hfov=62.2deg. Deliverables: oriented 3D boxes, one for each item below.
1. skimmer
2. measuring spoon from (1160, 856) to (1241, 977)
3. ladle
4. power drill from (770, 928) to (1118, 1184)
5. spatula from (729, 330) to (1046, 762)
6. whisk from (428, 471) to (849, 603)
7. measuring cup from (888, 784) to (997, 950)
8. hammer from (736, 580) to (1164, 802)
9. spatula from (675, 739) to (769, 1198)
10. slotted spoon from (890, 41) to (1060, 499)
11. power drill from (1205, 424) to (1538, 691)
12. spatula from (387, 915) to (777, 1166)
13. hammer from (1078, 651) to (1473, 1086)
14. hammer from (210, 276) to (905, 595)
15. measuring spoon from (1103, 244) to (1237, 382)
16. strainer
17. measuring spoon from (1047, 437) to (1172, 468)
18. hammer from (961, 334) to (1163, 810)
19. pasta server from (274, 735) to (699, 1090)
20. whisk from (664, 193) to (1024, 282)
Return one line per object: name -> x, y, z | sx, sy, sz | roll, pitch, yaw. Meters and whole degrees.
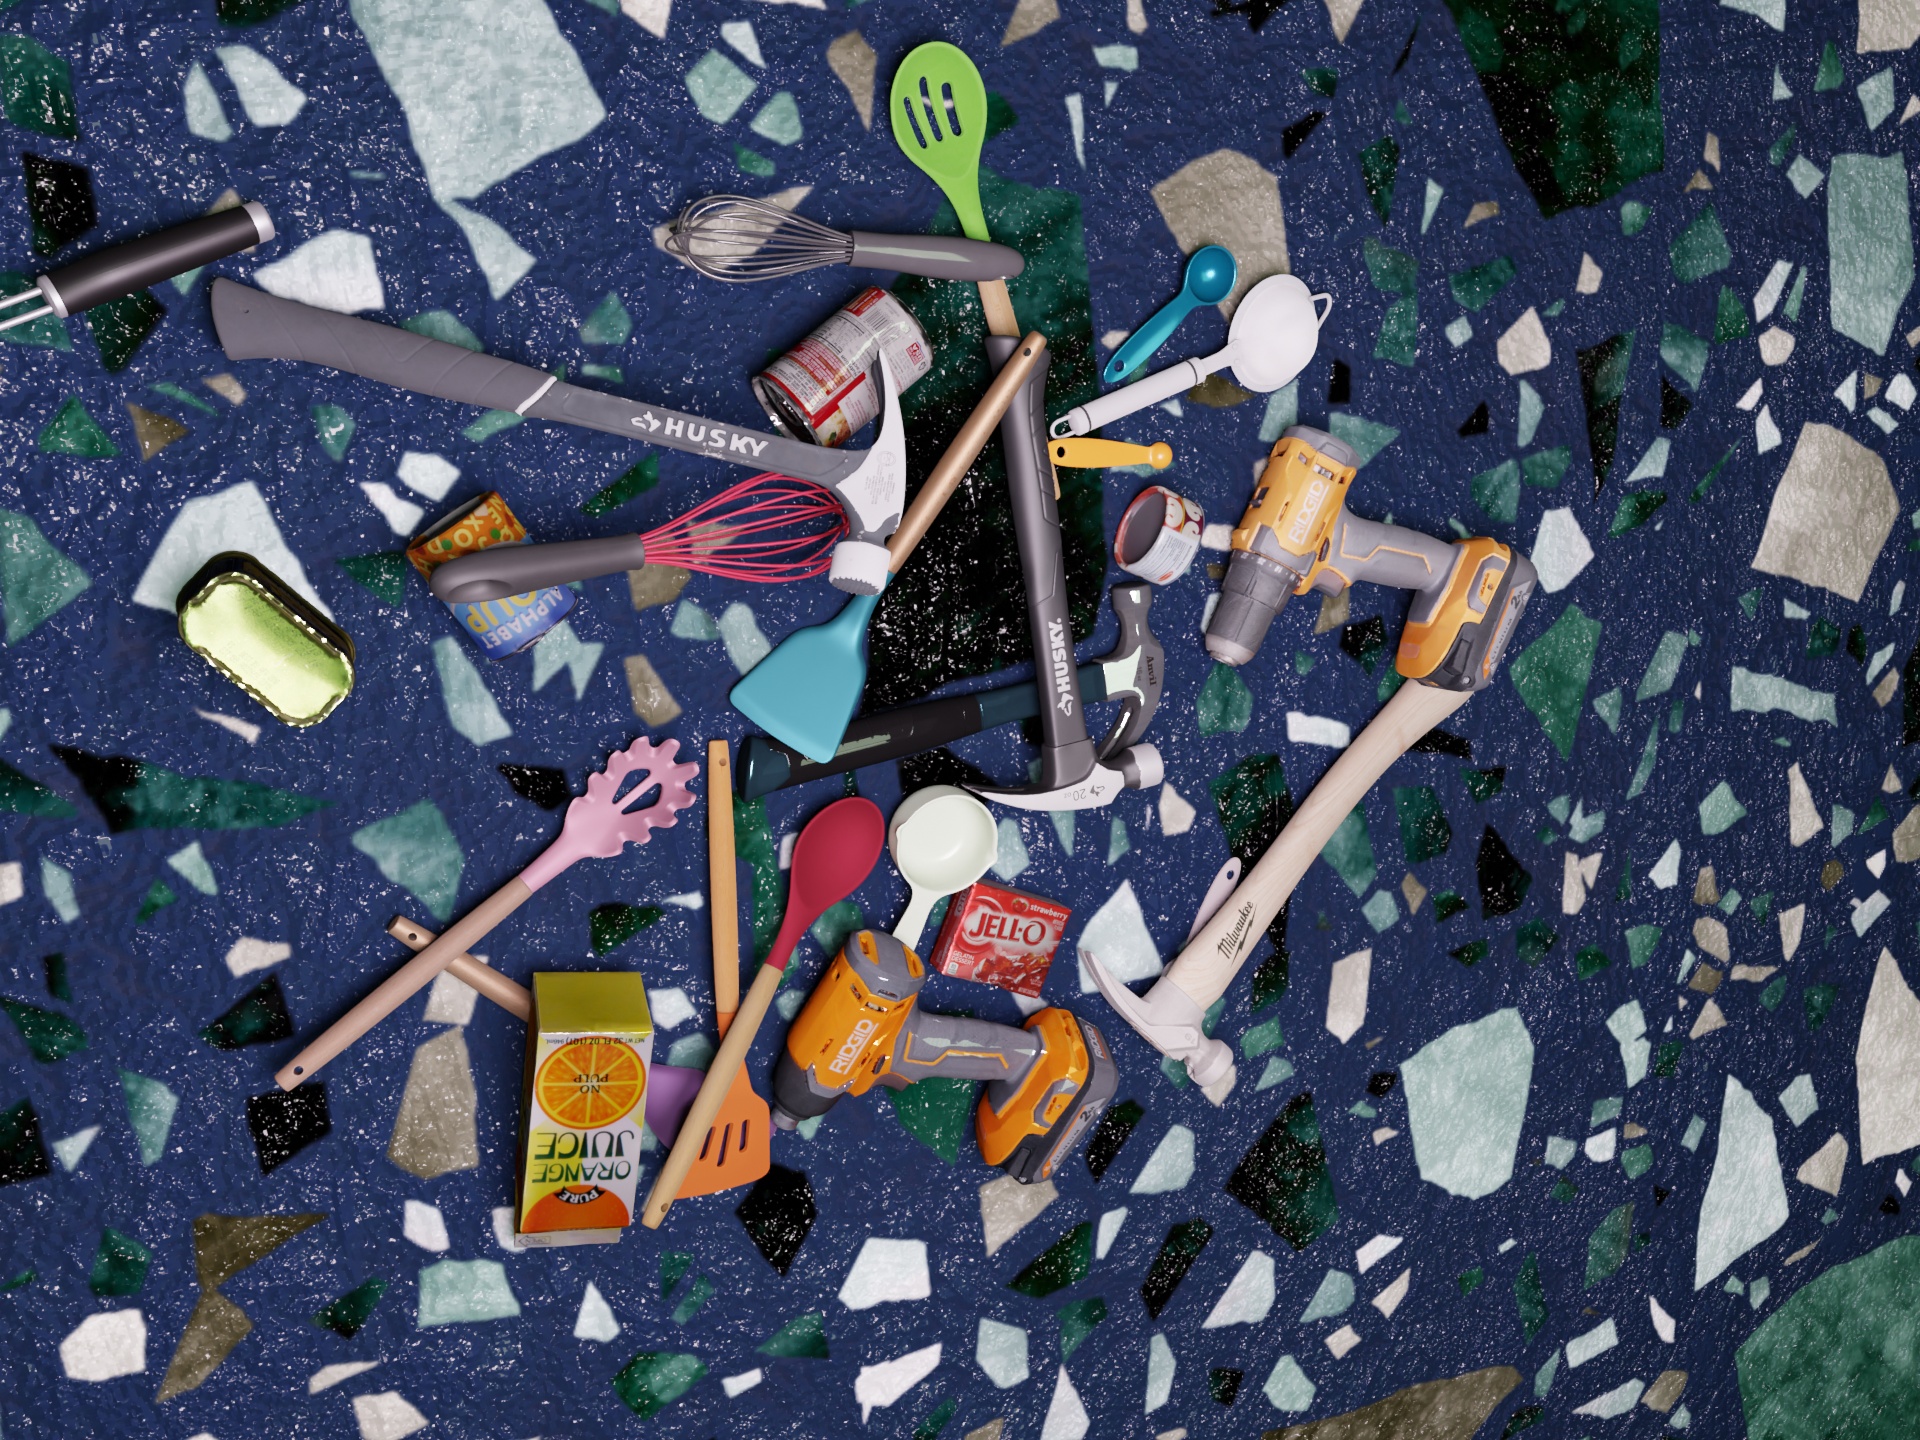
skimmer -> -0.548, -0.200, 0.849 | 0.363, 0.090, 0.127 | -32, 110, -26
measuring spoon -> 0.196, 0.166, 1.263 | 0.034, 0.018, 0.124 | 26, 89, -26
ladle -> -0.136, 0.192, 1.075 | 0.069, 0.031, 0.315 | 40, 68, -37
power drill -> -0.020, 0.255, 1.145 | 0.226, 0.084, 0.164 | 25, 111, -23
spatula -> -0.036, -0.122, 1.059 | 0.082, 0.044, 0.317 | 34, 101, 1
whisk -> -0.183, -0.107, 0.980 | 0.295, 0.073, 0.073 | -15, 107, -37
measuring cup -> -0.033, 0.123, 1.146 | 0.083, 0.038, 0.167 | 19, 103, -26
hammer -> -0.002, -0.004, 1.132 | 0.331, 0.033, 0.128 | -15, 105, -21
spatula -> -0.165, 0.174, 1.093 | 0.081, 0.041, 0.322 | -4, 95, -33
slotted spoon -> 0.019, -0.297, 1.084 | 0.070, 0.031, 0.313 | -25, 112, -17
power drill -> 0.305, -0.096, 1.215 | 0.226, 0.084, 0.185 | 25, 90, -15
spatula -> -0.252, 0.221, 1.075 | 0.315, 0.018, 0.060 | 41, 81, -26
hammer -> 0.268, 0.085, 1.261 | 0.146, 0.038, 0.411 | 43, 78, -9
hammer -> -0.228, -0.192, 0.937 | 0.408, 0.036, 0.149 | 13, 78, -11
measuring spoon -> 0.146, -0.293, 1.150 | 0.128, 0.021, 0.042 | -45, 121, 0
strainer -> 0.178, -0.255, 1.158 | 0.258, 0.050, 0.086 | -25, 124, -14
measuring spoon -> 0.108, -0.192, 1.143 | 0.117, 0.011, 0.021 | -4, 102, -33
hammer -> 0.053, -0.098, 1.102 | 0.146, 0.035, 0.334 | -14, 103, -21
pasta server -> -0.297, 0.122, 1.007 | 0.316, 0.040, 0.060 | -41, 97, -18
whisk -> -0.070, -0.301, 1.022 | 0.239, 0.055, 0.055 | -1, 101, -20
